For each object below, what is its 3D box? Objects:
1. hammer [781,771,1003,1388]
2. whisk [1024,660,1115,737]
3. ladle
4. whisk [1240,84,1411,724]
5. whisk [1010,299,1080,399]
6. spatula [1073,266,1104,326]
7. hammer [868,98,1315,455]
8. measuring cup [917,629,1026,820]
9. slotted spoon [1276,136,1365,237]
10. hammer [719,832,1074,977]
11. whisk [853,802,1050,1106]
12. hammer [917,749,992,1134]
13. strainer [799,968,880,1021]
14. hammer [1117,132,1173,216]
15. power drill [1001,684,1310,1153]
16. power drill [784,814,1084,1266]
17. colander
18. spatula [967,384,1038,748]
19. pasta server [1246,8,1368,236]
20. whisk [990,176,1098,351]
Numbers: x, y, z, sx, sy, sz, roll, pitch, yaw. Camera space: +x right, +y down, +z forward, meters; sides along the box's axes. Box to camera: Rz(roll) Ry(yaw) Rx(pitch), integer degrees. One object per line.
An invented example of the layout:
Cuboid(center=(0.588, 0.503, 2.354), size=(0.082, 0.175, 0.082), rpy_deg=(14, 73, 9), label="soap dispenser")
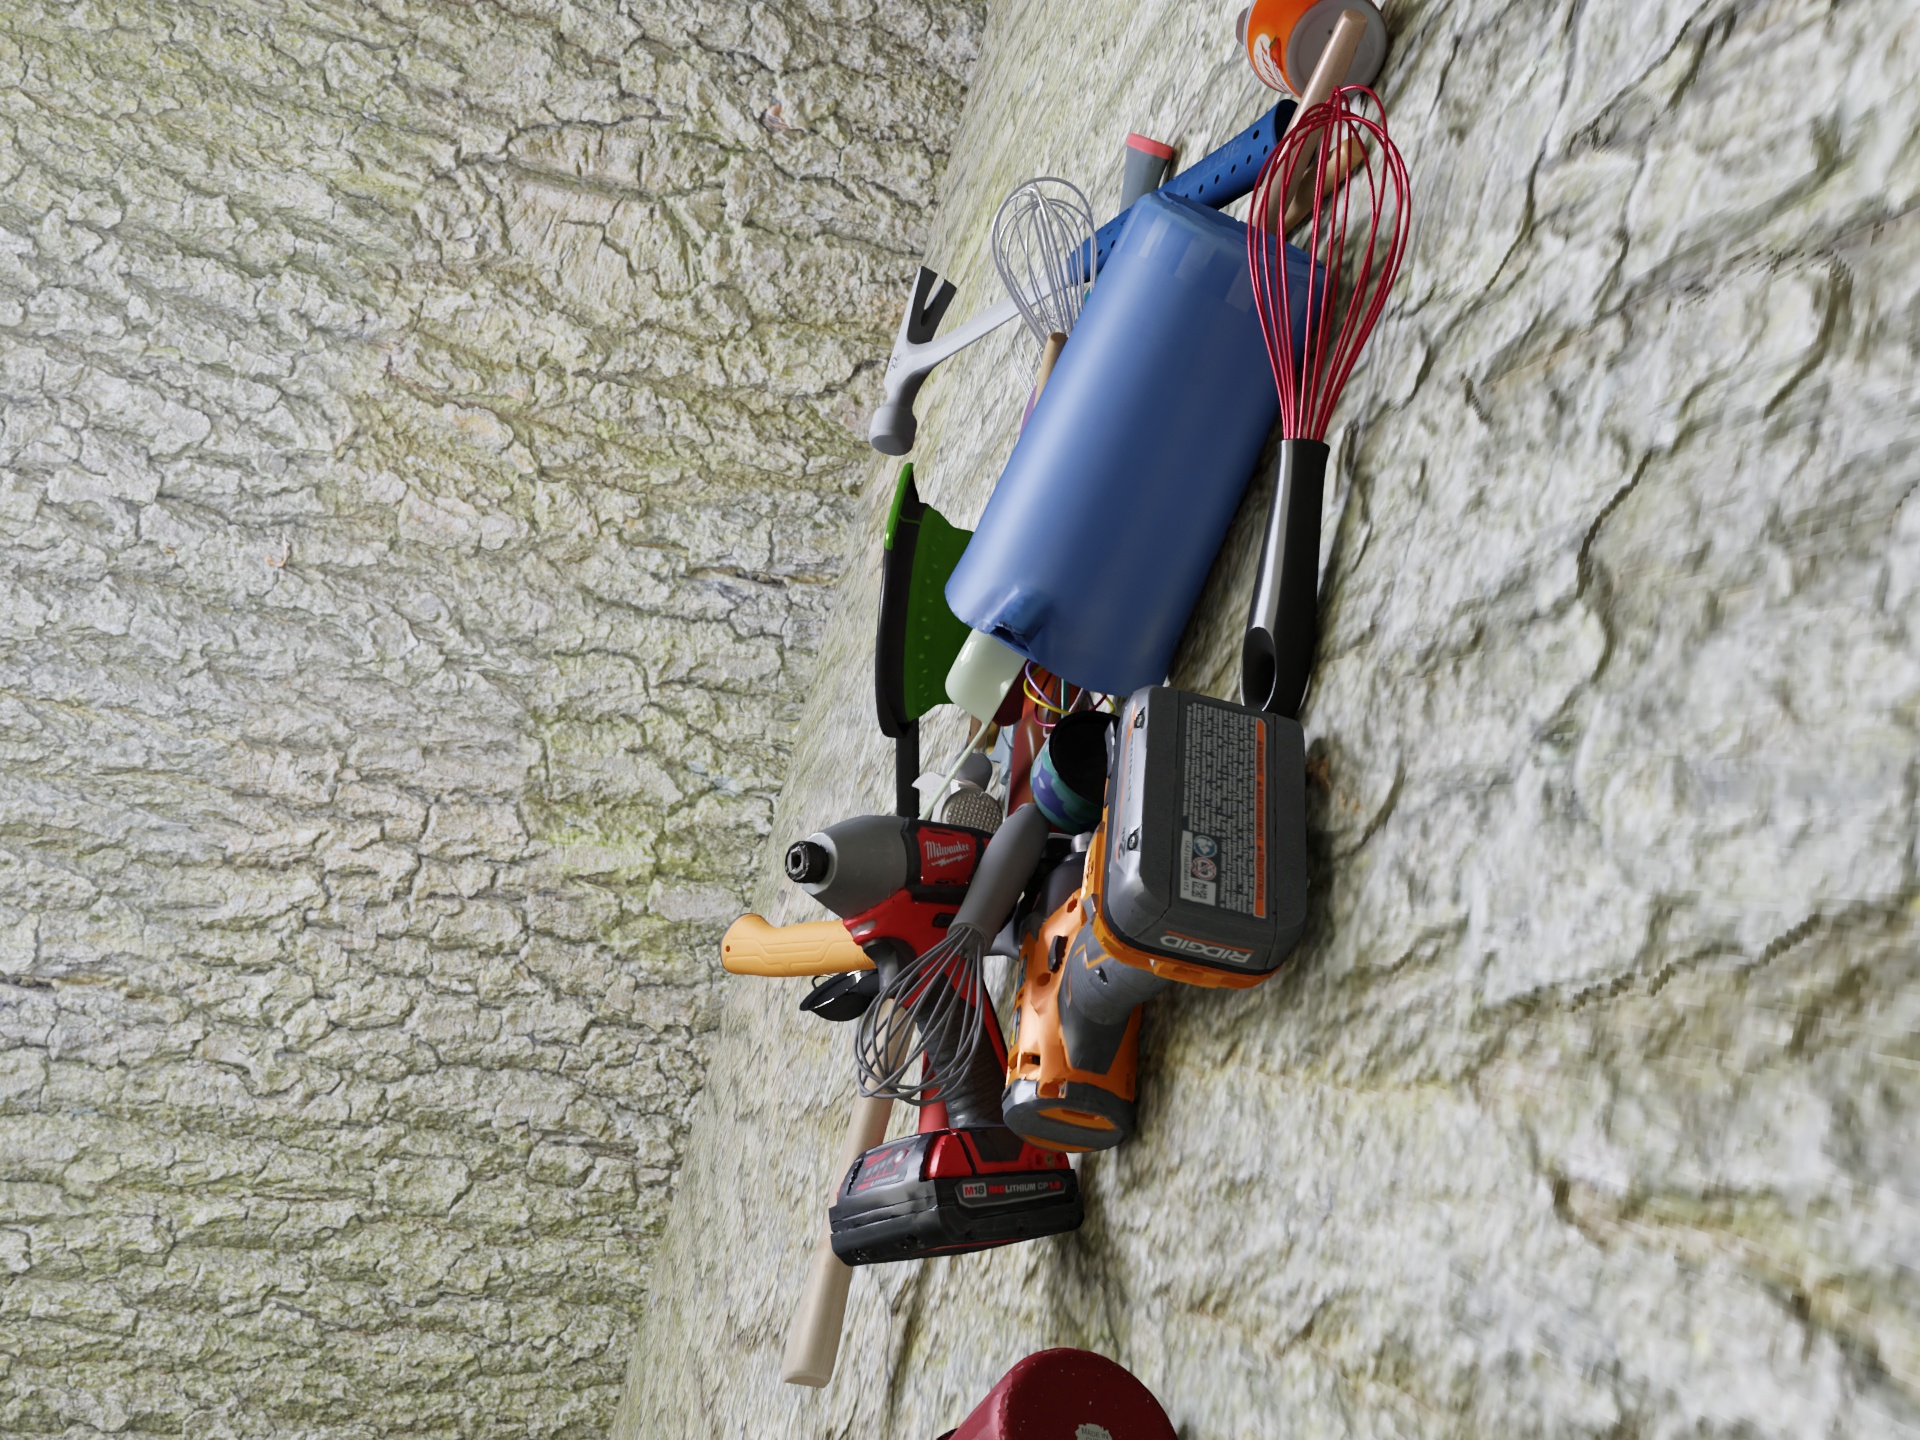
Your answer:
Cuboid(center=(-0.054, 0.236, 1.057), size=(0.146, 0.038, 0.410), rpy_deg=(-159, 84, -78), label="hammer")
Cuboid(center=(0.070, -0.035, 0.984), size=(0.245, 0.047, 0.051), rpy_deg=(-74, -31, -73), label="whisk")
Cuboid(center=(0.041, -0.107, 0.971), size=(0.069, 0.031, 0.315), rpy_deg=(-48, -21, -33), label="ladle")
Cuboid(center=(0.156, -0.141, 0.711), size=(0.073, 0.073, 0.296), rpy_deg=(165, 114, -78), label="whisk")
Cuboid(center=(0.077, -0.173, 1.064), size=(0.070, 0.070, 0.285), rpy_deg=(120, 149, -54), label="whisk")
Cuboid(center=(0.069, -0.169, 0.997), size=(0.317, 0.044, 0.082), rpy_deg=(109, 154, -44), label="spatula")
Cuboid(center=(0.069, -0.297, 1.039), size=(0.405, 0.035, 0.144), rpy_deg=(-16, 57, 53), label="hammer")
Cuboid(center=(-0.002, -0.003, 0.970), size=(0.167, 0.038, 0.083), rpy_deg=(-58, 0, 22), label="measuring cup")
Cuboid(center=(0.159, -0.269, 0.948), size=(0.314, 0.031, 0.070), rpy_deg=(156, 128, -74), label="slotted spoon")
Cuboid(center=(-0.050, 0.146, 0.983), size=(0.337, 0.034, 0.127), rpy_deg=(-12, 72, 49), label="hammer")
Cuboid(center=(0.006, 0.103, 0.768), size=(0.055, 0.055, 0.239), rpy_deg=(-67, -6, 33), label="whisk")
Cuboid(center=(-0.013, 0.199, 1.113), size=(0.149, 0.036, 0.359), rpy_deg=(107, 171, -47), label="hammer")
Cuboid(center=(-0.086, 0.242, 1.431), size=(0.087, 0.050, 0.258), rpy_deg=(-32, 0, -23), label="strainer")
Cuboid(center=(0.101, -0.261, 1.198), size=(0.143, 0.038, 0.386), rpy_deg=(139, 145, -74), label="hammer")
Cuboid(center=(0.078, 0.082, 0.723), size=(0.226, 0.084, 0.164), rpy_deg=(113, 168, -52), label="power drill")
Cuboid(center=(-0.019, 0.153, 0.803), size=(0.078, 0.143, 0.220), rpy_deg=(-27, 62, 37), label="power drill")
Cuboid(center=(-0.008, -0.024, 1.335), size=(0.205, 0.094, 0.396), rpy_deg=(-79, -7, -47), label="colander")
Cuboid(center=(0.033, -0.097, 1.133), size=(0.060, 0.018, 0.315), rpy_deg=(-107, 20, -45), label="spatula")
Cuboid(center=(0.147, -0.246, 0.883), size=(0.316, 0.040, 0.060), rpy_deg=(111, -178, -50), label="pasta server")
Cuboid(center=(0.068, -0.193, 0.908), size=(0.058, 0.059, 0.246), rpy_deg=(-121, 8, -50), label="whisk")
